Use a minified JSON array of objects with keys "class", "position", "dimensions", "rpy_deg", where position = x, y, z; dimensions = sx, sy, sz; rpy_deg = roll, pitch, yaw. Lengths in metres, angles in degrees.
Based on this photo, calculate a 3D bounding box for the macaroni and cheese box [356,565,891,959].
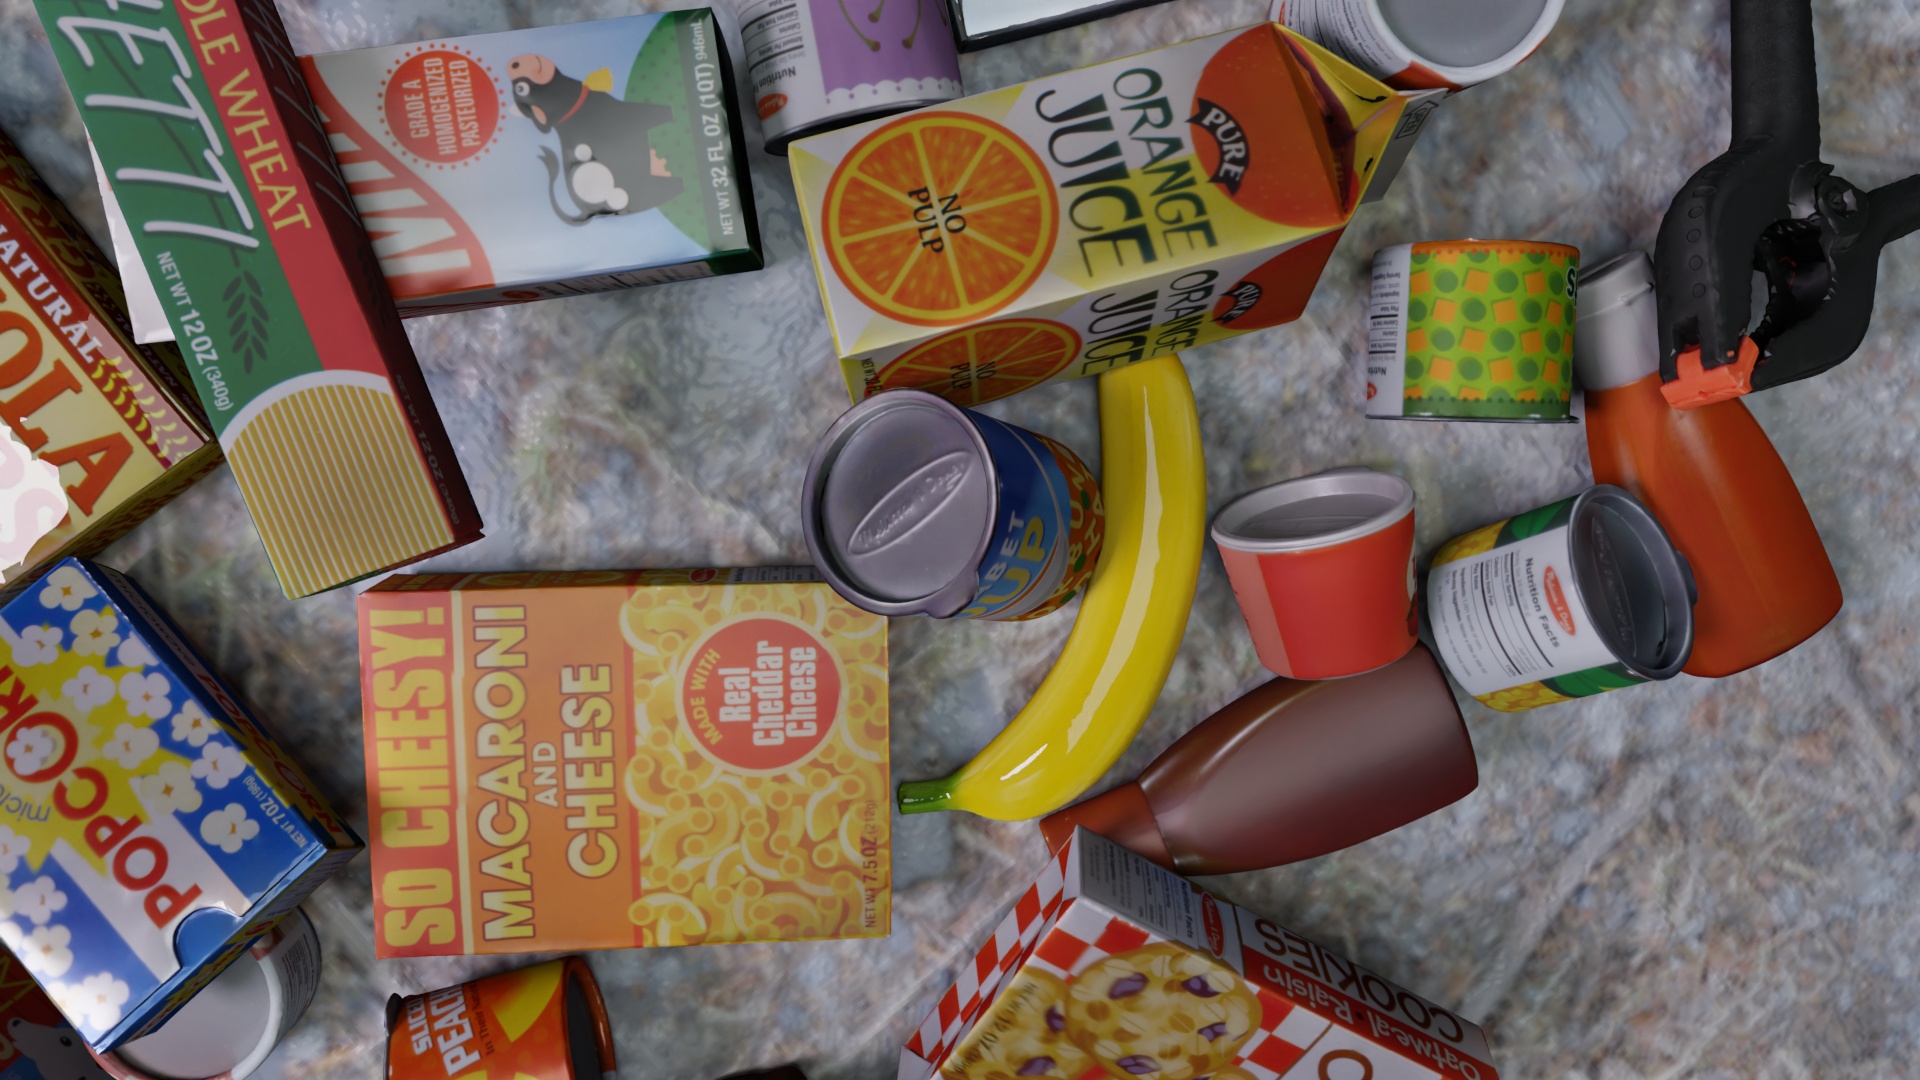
[{"class":"macaroni and cheese box","position":[-0.108,0.072,0.467],"dimensions":[0.167,0.040,0.123],"rpy_deg":[-1,97,-6]}]

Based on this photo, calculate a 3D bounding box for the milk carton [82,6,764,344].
[{"class":"milk carton","position":[-0.161,-0.107,0.424],"dimensions":[0.191,0.073,0.072],"rpy_deg":[-9,97,-5]}]

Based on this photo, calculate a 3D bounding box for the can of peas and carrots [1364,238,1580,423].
[{"class":"can of peas and carrots","position":[0.174,-0.069,0.468],"dimensions":[0.071,0.071,0.058],"rpy_deg":[0,96,-6]}]

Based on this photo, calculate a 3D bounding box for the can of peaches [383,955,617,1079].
[{"class":"can of peaches","position":[-0.150,0.175,0.460],"dimensions":[0.058,0.071,0.071],"rpy_deg":[-13,98,-5]}]

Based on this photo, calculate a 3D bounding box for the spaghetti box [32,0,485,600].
[{"class":"spaghetti box","position":[-0.199,-0.108,0.368],"dimensions":[0.050,0.029,0.249],"rpy_deg":[-20,96,-1]}]

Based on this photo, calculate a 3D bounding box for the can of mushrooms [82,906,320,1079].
[{"class":"can of mushrooms","position":[-0.256,0.147,0.463],"dimensions":[0.071,0.033,0.071],"rpy_deg":[-1,97,-6]}]

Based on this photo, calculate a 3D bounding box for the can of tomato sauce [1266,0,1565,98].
[{"class":"can of tomato sauce","position":[0.145,-0.172,0.445],"dimensions":[0.071,0.083,0.071],"rpy_deg":[-1,97,-6]}]

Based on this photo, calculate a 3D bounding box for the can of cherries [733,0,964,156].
[{"class":"can of cherries","position":[-0.033,-0.158,0.438],"dimensions":[0.071,0.071,0.058],"rpy_deg":[-12,97,-4]}]

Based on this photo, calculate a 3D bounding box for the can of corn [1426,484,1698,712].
[{"class":"can of corn","position":[0.205,0.021,0.474],"dimensions":[0.071,0.058,0.071],"rpy_deg":[13,66,-31]}]

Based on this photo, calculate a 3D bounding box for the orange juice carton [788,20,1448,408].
[{"class":"orange juice carton","position":[0.050,-0.100,0.435],"dimensions":[0.193,0.071,0.073],"rpy_deg":[-15,75,-2]}]

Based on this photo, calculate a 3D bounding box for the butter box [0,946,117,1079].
[{"class":"butter box","position":[-0.319,0.159,0.448],"dimensions":[0.024,0.053,0.103],"rpy_deg":[-44,99,-1]}]

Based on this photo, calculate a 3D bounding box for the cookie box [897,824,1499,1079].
[{"class":"cookie box","position":[0.079,0.184,0.478],"dimensions":[0.167,0.040,0.122],"rpy_deg":[28,115,-10]}]

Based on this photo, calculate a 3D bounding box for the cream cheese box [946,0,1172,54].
[{"class":"cream cheese box","position":[0.042,-0.201,0.460],"dimensions":[0.104,0.024,0.053],"rpy_deg":[-15,97,-4]}]

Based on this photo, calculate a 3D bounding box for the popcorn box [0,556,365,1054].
[{"class":"popcorn box","position":[-0.263,0.079,0.431],"dimensions":[0.085,0.038,0.127],"rpy_deg":[-43,83,-12]}]

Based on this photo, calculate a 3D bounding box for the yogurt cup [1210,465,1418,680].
[{"class":"yogurt cup","position":[0.124,0.012,0.474],"dimensions":[0.072,0.072,0.053],"rpy_deg":[-16,106,-4]}]

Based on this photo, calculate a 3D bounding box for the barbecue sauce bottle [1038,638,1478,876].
[{"class":"barbecue sauce bottle","position":[0.102,0.087,0.489],"dimensions":[0.149,0.044,0.064],"rpy_deg":[-22,97,-3]}]

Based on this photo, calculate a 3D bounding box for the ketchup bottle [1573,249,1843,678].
[{"class":"ketchup bottle","position":[0.254,-0.029,0.492],"dimensions":[0.065,0.043,0.148],"rpy_deg":[-29,98,-5]}]

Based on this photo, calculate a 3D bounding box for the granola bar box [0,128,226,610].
[{"class":"granola bar box","position":[-0.329,-0.061,0.429],"dimensions":[0.124,0.039,0.165],"rpy_deg":[-36,99,-1]}]

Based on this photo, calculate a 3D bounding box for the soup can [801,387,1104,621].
[{"class":"soup can","position":[0.002,-0.005,0.436],"dimensions":[0.071,0.084,0.071],"rpy_deg":[-3,83,28]}]
